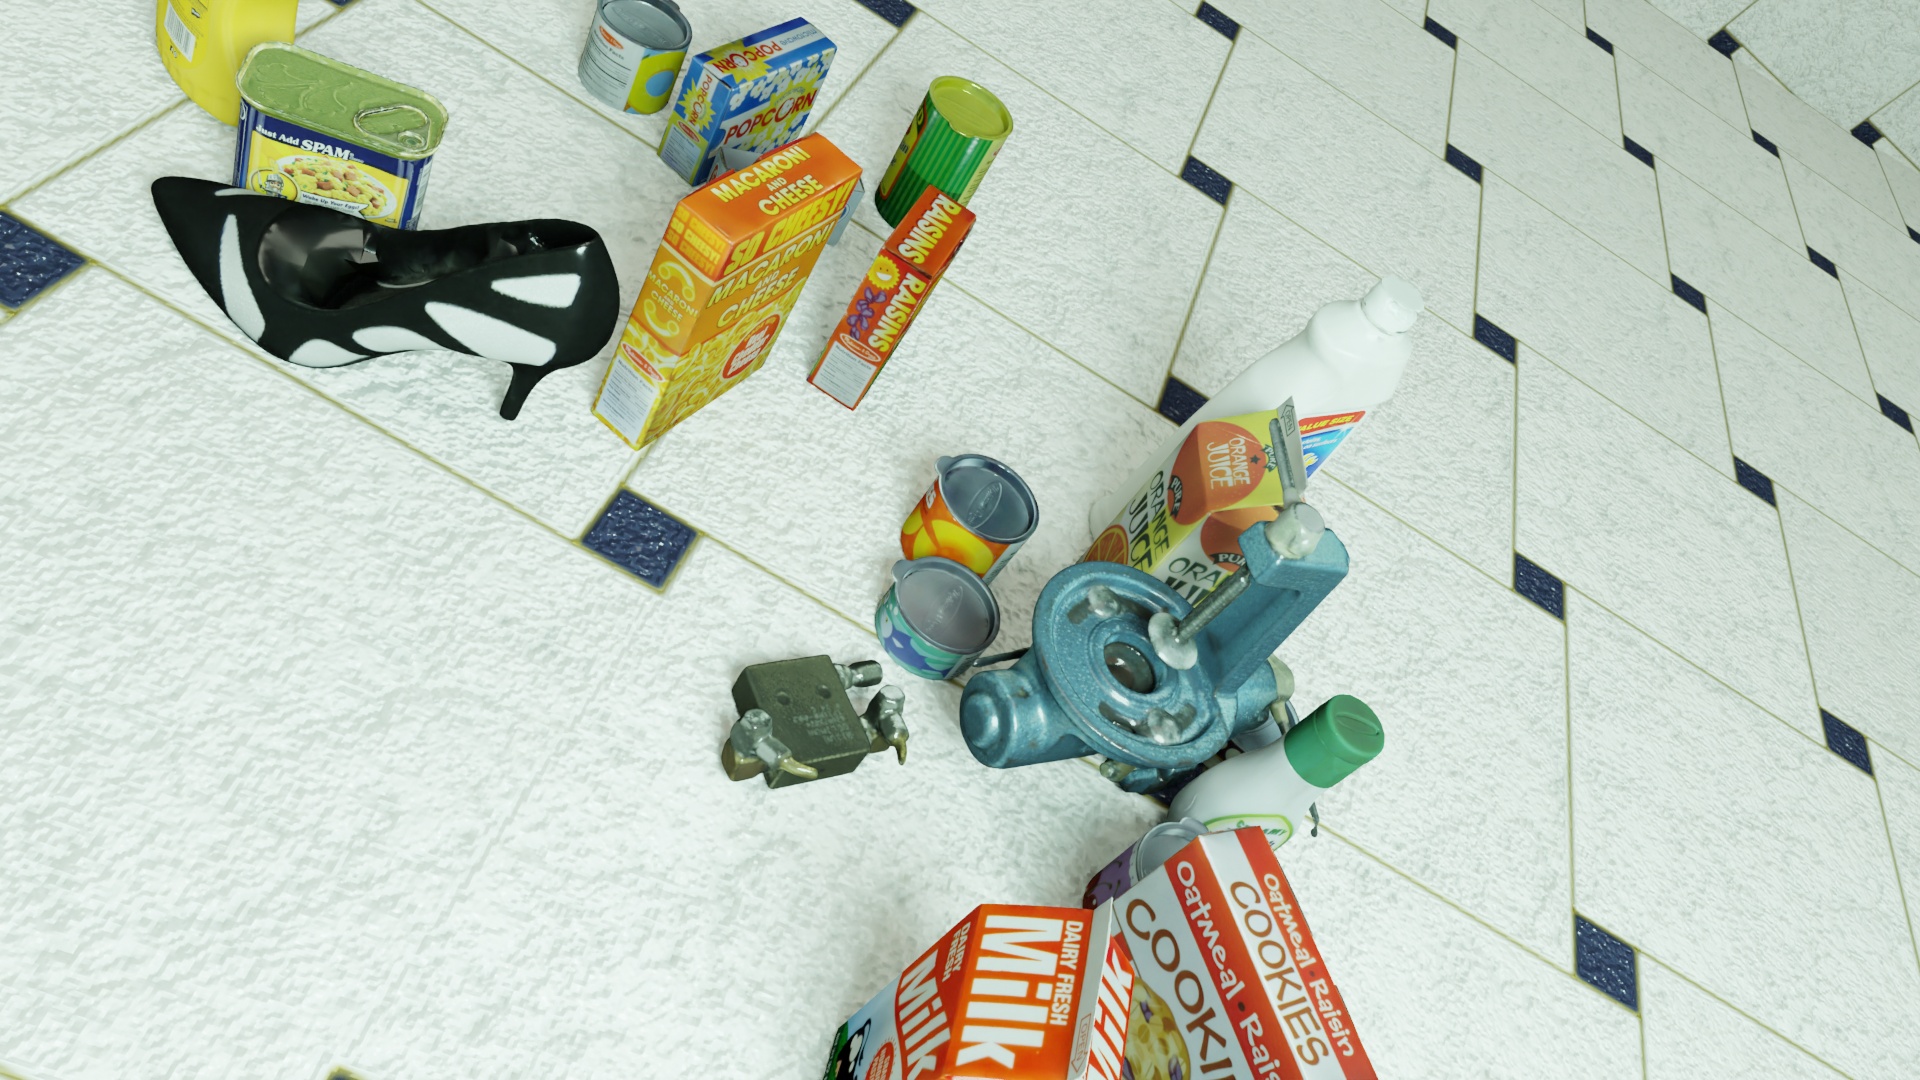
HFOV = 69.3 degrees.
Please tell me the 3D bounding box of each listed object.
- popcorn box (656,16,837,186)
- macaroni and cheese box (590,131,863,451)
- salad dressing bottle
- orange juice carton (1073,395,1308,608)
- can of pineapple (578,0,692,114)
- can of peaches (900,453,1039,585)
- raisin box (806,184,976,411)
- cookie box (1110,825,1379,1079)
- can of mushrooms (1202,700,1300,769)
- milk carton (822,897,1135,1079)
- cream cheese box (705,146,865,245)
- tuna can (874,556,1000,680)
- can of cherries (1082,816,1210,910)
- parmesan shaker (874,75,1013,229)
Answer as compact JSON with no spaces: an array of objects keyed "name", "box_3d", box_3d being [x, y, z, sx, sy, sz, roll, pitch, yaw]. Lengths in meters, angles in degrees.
[{"name":"popcorn box","box_3d":[-0.147,-0.307,0.969,0.038,0.084,0.127,41,44,4]},{"name":"macaroni and cheese box","box_3d":[-0.132,-0.139,0.777,0.040,0.165,0.124,41,44,4]},{"name":"salad dressing bottle","box_3d":[0.167,0.134,0.750,0.064,0.147,0.044,19,46,-18]},{"name":"orange juice carton","box_3d":[0.142,0.001,0.814,0.073,0.191,0.072,20,46,-18]},{"name":"can of pineapple","box_3d":[-0.225,-0.340,0.967,0.071,0.057,0.071,17,47,-19]},{"name":"can of peaches","box_3d":[0.003,-0.010,0.833,0.071,0.057,0.071,17,47,-19]},{"name":"raisin box","box_3d":[-0.043,-0.152,0.876,0.040,0.122,0.086,33,44,-4]},{"name":"cookie box","box_3d":[0.100,0.219,0.621,0.040,0.166,0.123,-1,55,-33]},{"name":"can of mushrooms","box_3d":[0.172,0.112,0.854,0.071,0.033,0.071,17,47,-19]},{"name":"milk carton","box_3d":[0.008,0.209,0.555,0.073,0.189,0.073,27,44,-11]},{"name":"cream cheese box","box_3d":[-0.122,-0.233,0.944,0.104,0.053,0.024,1,54,-32]},{"name":"tuna can","box_3d":[-0.016,0.043,0.794,0.071,0.032,0.071,17,47,-19]},{"name":"can of cherries","box_3d":[0.107,0.189,0.730,0.071,0.058,0.072,17,47,-19]},{"name":"parmesan shaker","box_3d":[-0.015,-0.275,1.012,0.071,0.102,0.072,17,47,-20]}]
